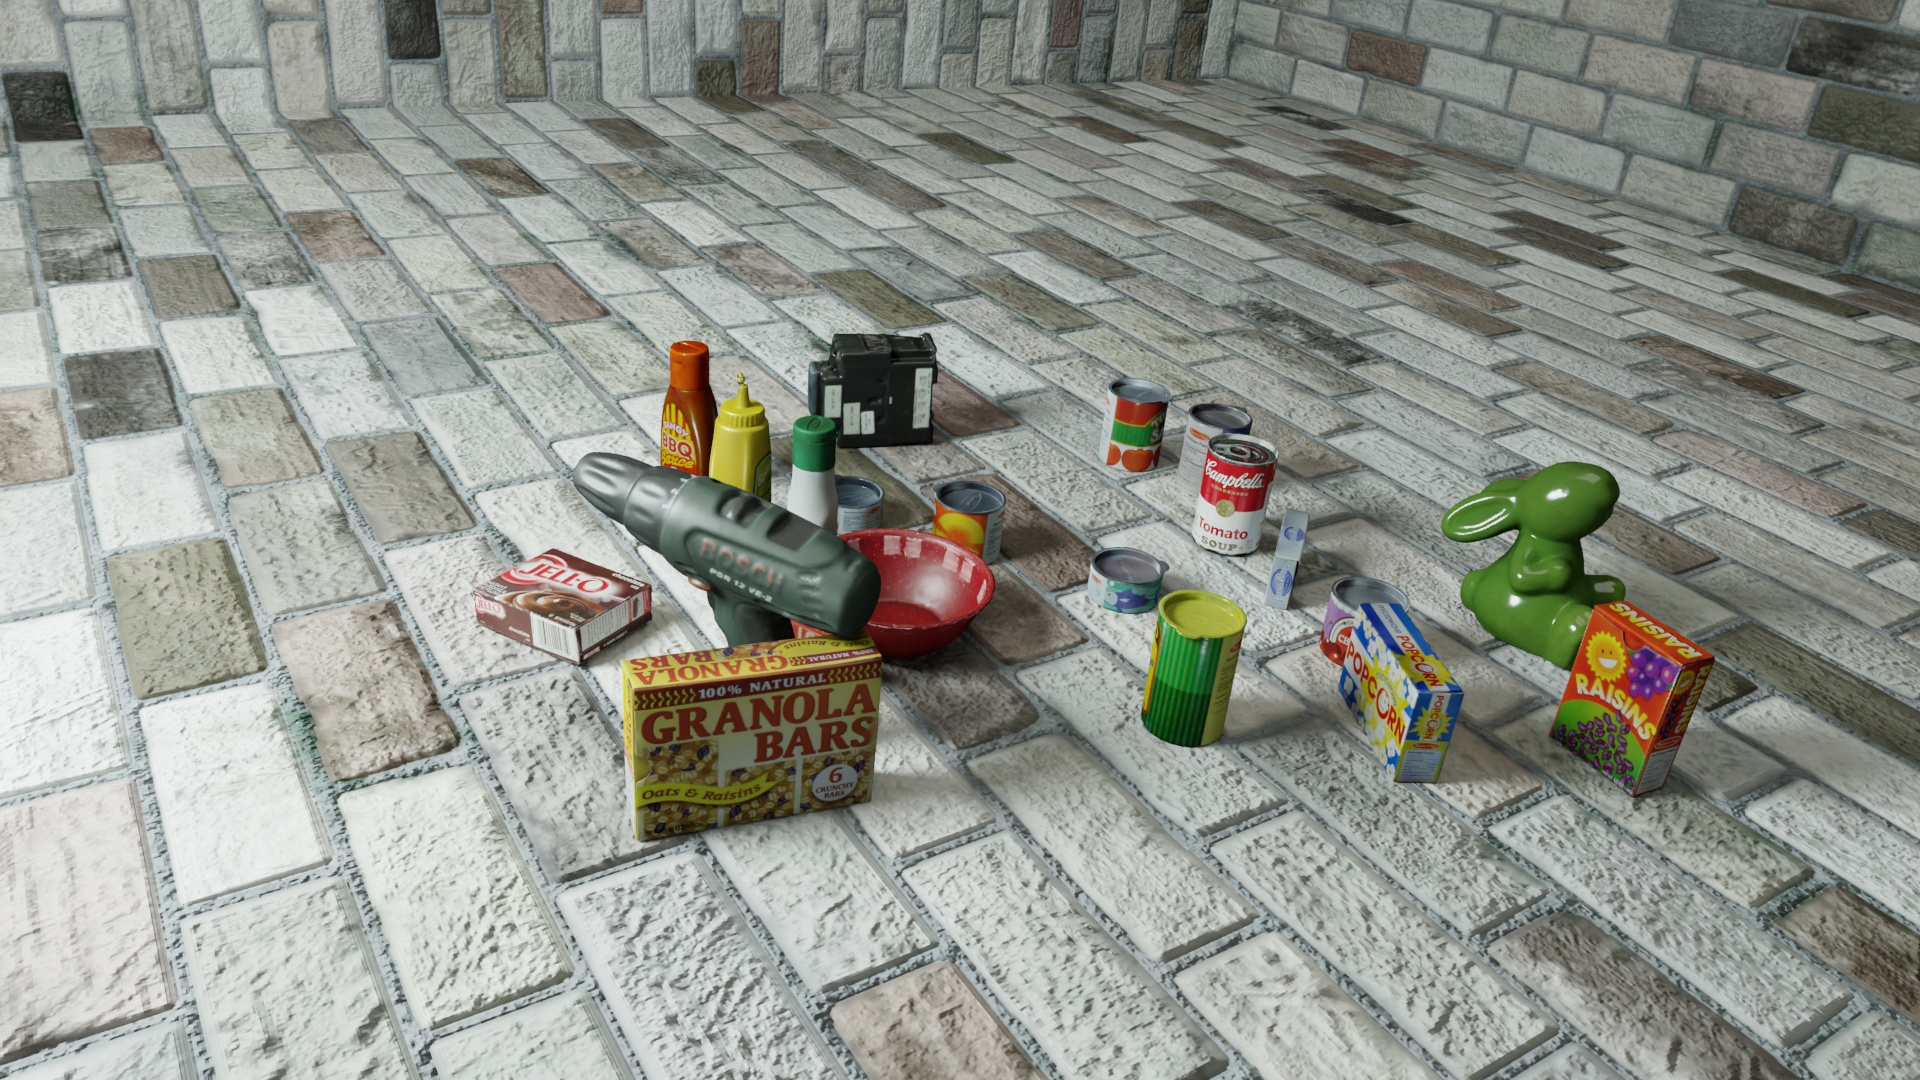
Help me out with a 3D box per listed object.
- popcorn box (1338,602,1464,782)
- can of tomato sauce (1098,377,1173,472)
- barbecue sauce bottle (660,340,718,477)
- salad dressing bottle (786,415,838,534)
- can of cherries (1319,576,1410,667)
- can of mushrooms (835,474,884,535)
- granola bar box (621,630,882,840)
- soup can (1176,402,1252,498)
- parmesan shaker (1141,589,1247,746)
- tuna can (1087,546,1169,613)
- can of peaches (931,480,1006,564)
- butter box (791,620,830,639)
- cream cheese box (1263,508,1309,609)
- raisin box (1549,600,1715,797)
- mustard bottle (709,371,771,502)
[{"bbox_3d":[0.340,0.116,1.082,0.038,0.084,0.127,2,29,-8],"label":"popcorn box"},{"bbox_3d":[0.188,-0.124,1.491,0.071,0.082,0.071,5,29,-2],"label":"can of tomato sauce"},{"bbox_3d":[-0.258,-0.116,1.327,0.065,0.147,0.044,25,34,31],"label":"barbecue sauce bottle"},{"bbox_3d":[-0.129,-0.035,1.205,0.044,0.147,0.064,10,29,8],"label":"salad dressing bottle"},{"bbox_3d":[0.345,0.073,1.189,0.071,0.058,0.072,5,29,-2],"label":"can of cherries"},{"bbox_3d":[-0.108,-0.034,1.326,0.071,0.033,0.071,5,29,-2],"label":"can of mushrooms"},{"bbox_3d":[-0.138,0.130,0.928,0.166,0.123,0.039,-6,31,-21],"label":"granola bar box"},{"bbox_3d":[0.266,-0.094,1.451,0.071,0.083,0.072,5,29,-2],"label":"soup can"},{"bbox_3d":[0.176,0.099,1.063,0.071,0.102,0.071,5,28,-2],"label":"parmesan shaker"},{"bbox_3d":[0.151,0.036,1.247,0.071,0.032,0.071,5,29,-2],"label":"tuna can"},{"bbox_3d":[0.005,-0.016,1.288,0.071,0.057,0.071,5,29,-2],"label":"can of peaches"},{"bbox_3d":[-0.136,0.077,1.099,0.103,0.052,0.024,23,33,28],"label":"butter box"},{"bbox_3d":[0.303,0.017,1.289,0.024,0.053,0.104,13,29,13],"label":"cream cheese box"},{"bbox_3d":[0.512,0.120,1.067,0.040,0.122,0.086,-8,31,-24],"label":"raisin box"},{"bbox_3d":[-0.197,-0.075,1.252,0.049,0.159,0.065,11,29,10],"label":"mustard bottle"}]
